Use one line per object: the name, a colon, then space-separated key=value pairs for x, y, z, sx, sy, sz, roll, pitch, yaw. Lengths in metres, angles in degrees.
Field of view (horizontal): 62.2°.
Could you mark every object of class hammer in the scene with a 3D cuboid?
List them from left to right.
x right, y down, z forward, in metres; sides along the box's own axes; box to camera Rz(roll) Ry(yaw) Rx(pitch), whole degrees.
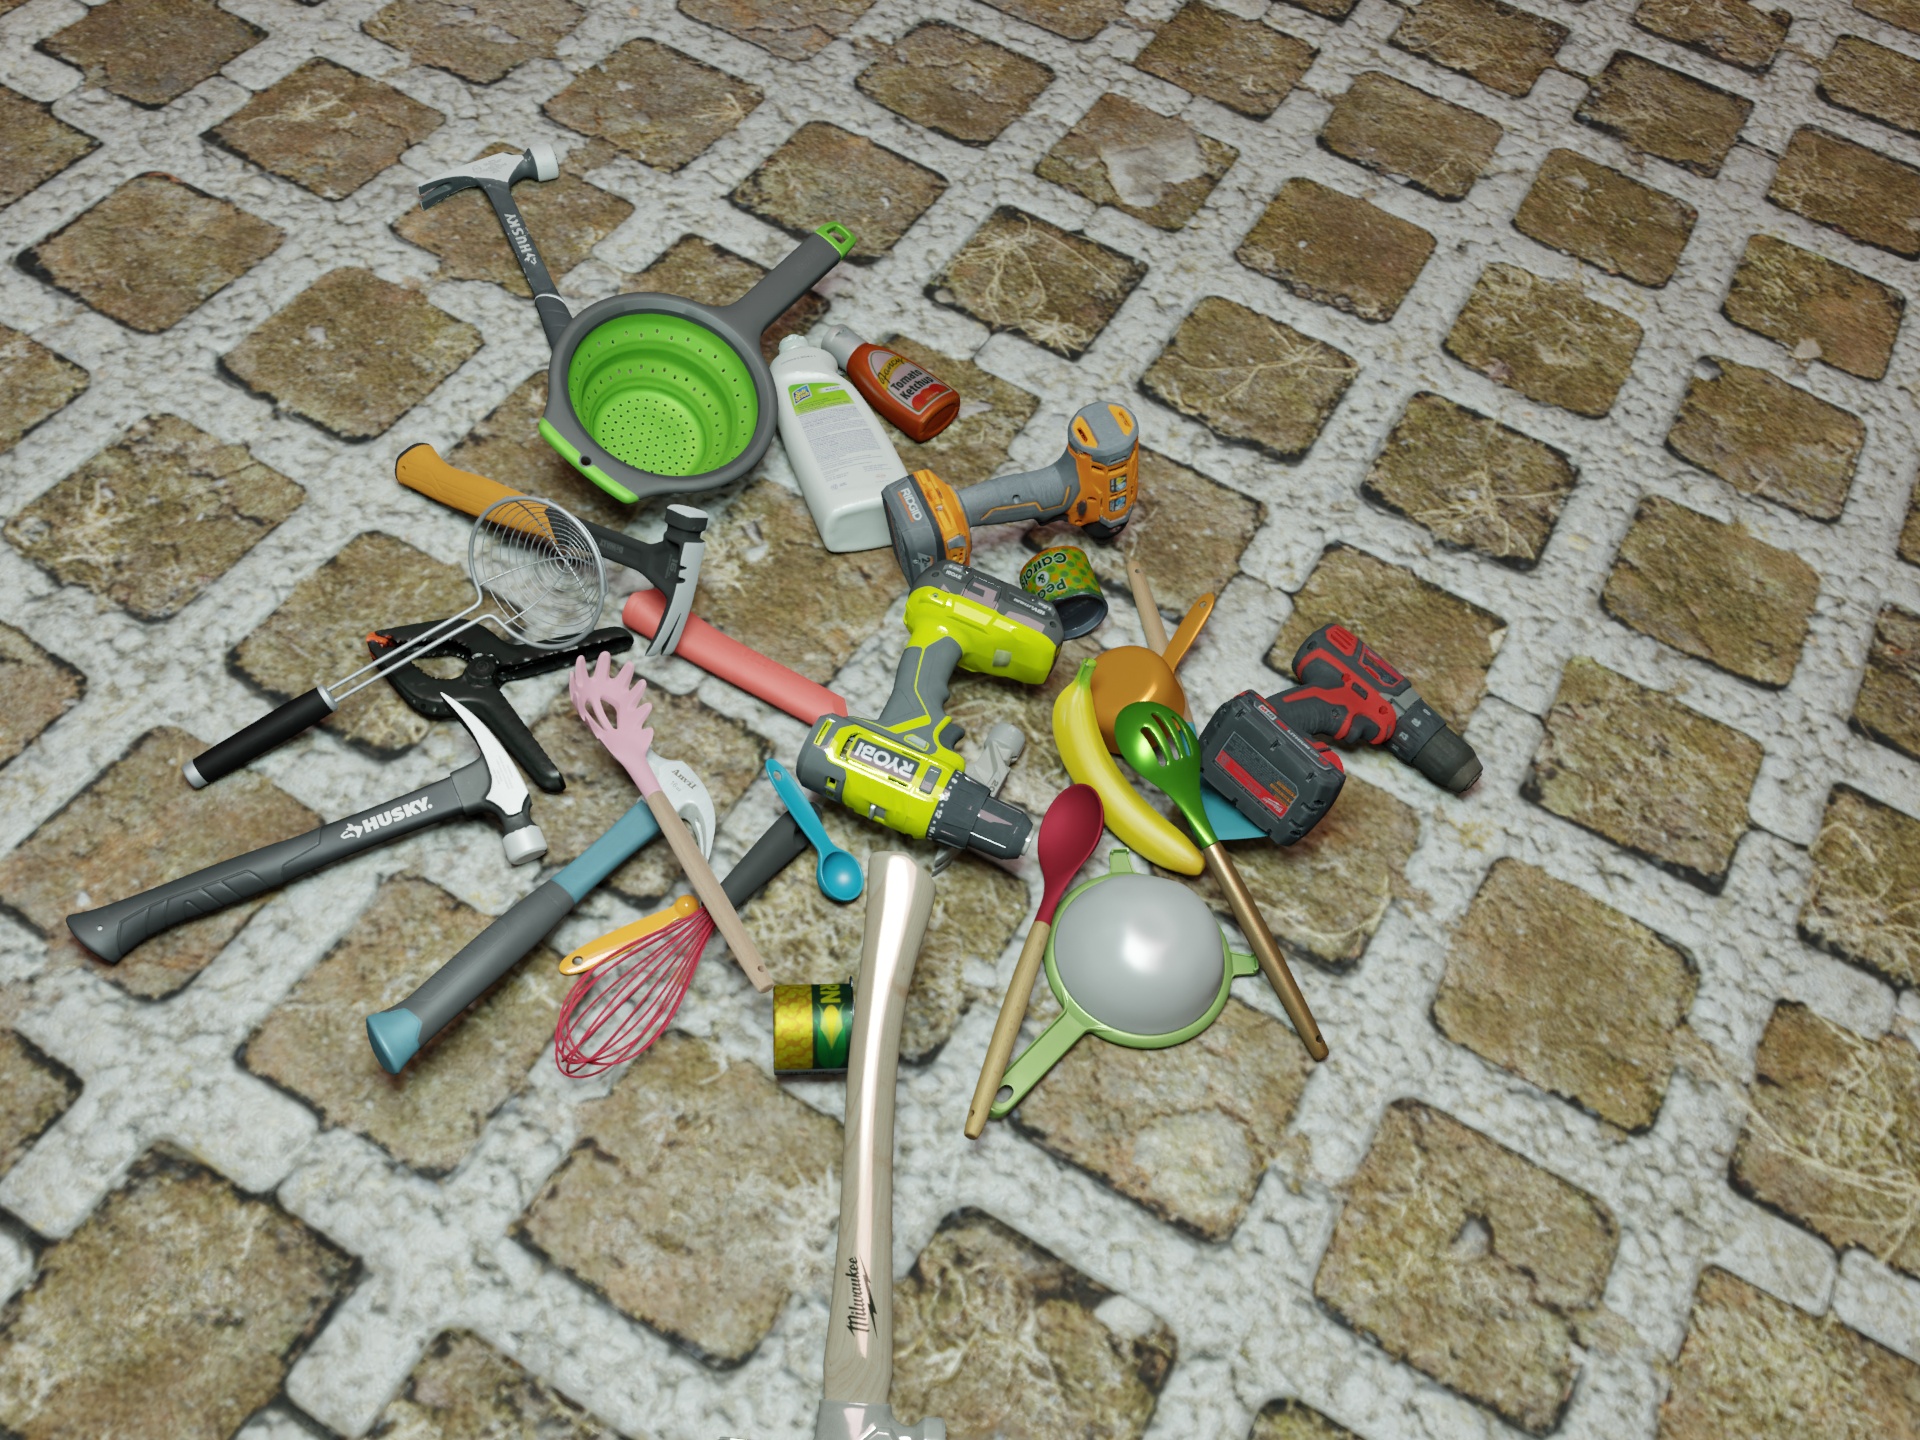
hammer: x=-0.498 y=0.095 z=1.206 sx=0.334 sy=0.035 sz=0.146 roll=-22 pitch=79 yaw=-17
hammer: x=-0.364 y=-0.166 z=1.371 sx=0.337 sy=0.127 sz=0.034 roll=23 pitch=16 yaw=25
hammer: x=-0.420 y=-0.428 z=1.583 sx=0.149 sy=0.036 sz=0.409 roll=-19 pitch=61 yaw=-17
hammer: x=-0.307 y=0.136 z=1.182 sx=0.128 sy=0.033 sz=0.331 roll=38 pitch=50 yaw=8
hammer: x=-0.132 y=-0.009 z=1.336 sx=0.359 sy=0.036 sz=0.149 roll=27 pitch=57 yaw=10
hammer: x=-0.072 y=0.290 z=1.087 sx=0.146 sy=0.038 sz=0.411 roll=5 pitch=69 yaw=-4

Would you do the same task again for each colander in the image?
colander: x=-0.231 y=-0.333 z=1.486 sx=0.204 sy=0.094 sz=0.397 roll=40 pitch=60 yaw=-2

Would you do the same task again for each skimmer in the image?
skimmer: x=-0.447 y=-0.050 z=1.248 sx=0.363 sy=0.090 sz=0.127 roll=-32 pitch=99 yaw=-10

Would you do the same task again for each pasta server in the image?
pasta server: x=-0.218 y=0.073 z=1.208 sx=0.060 sy=0.040 sz=0.316 roll=-12 pitch=55 yaw=-37

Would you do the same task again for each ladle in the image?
ladle: x=0.055 y=0.178 z=1.215 sx=0.031 sy=0.069 sz=0.316 roll=44 pitch=48 yaw=-26

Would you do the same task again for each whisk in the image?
whisk: x=-0.200 y=0.158 z=1.204 sx=0.073 sy=0.073 sz=0.296 roll=33 pitch=53 yaw=15

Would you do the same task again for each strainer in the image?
strainer: x=0.107 y=0.201 z=1.204 sx=0.151 sy=0.069 sz=0.256 roll=40 pitch=59 yaw=18

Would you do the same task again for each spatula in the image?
spatula: x=0.194 y=-0.022 z=1.381 sx=0.082 sy=0.044 sz=0.318 roll=-4 pitch=55 yaw=-15

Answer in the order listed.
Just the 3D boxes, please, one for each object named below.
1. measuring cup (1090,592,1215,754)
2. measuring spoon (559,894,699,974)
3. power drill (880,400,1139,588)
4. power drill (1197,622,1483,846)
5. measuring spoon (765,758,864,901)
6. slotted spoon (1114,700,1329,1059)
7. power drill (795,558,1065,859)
measuring cup: x=0.164 y=-0.054 z=1.358 sx=0.095 sy=0.052 sz=0.174 roll=22 pitch=71 yaw=38
measuring spoon: x=-0.253 y=0.163 z=1.218 sx=0.117 sy=0.011 sz=0.021 roll=-26 pitch=63 yaw=-22
power drill: x=0.053 y=-0.183 z=1.419 sx=0.226 sy=0.164 sz=0.084 roll=-22 pitch=61 yaw=-6
power drill: x=0.322 y=0.020 z=1.329 sx=0.188 sy=0.080 sz=0.226 roll=44 pitch=44 yaw=18
measuring spoon: x=-0.122 y=0.088 z=1.255 sx=0.042 sy=0.021 sz=0.128 roll=-33 pitch=91 yaw=-47
slotted spoon: x=0.211 y=0.120 z=1.249 sx=0.070 sy=0.031 sz=0.314 roll=-21 pitch=78 yaw=-28
power drill: x=-0.002 y=-0.004 z=1.285 sx=0.190 sy=0.080 sz=0.229 roll=23 pitch=59 yaw=6
